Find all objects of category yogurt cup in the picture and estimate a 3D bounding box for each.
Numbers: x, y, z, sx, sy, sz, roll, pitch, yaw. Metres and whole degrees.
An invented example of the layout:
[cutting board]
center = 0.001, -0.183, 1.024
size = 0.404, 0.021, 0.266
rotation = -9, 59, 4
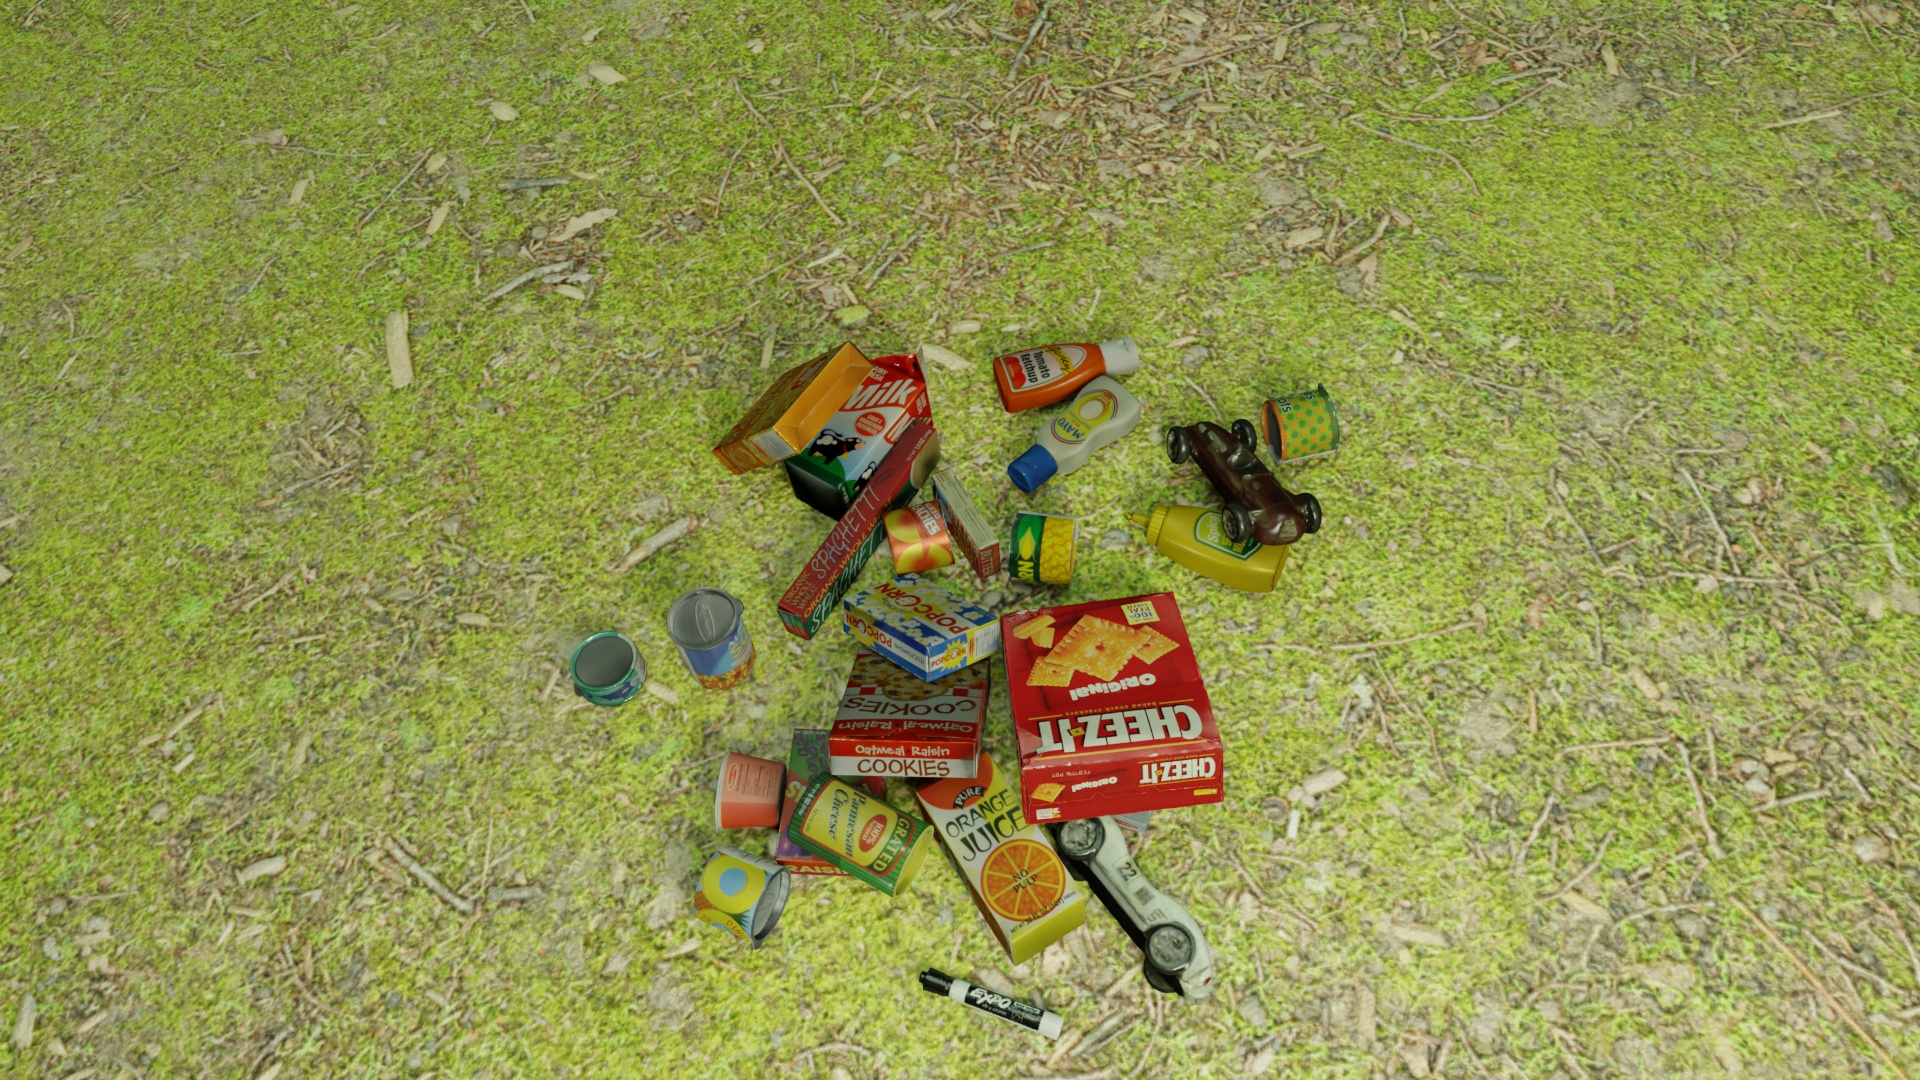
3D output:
[yogurt cup]
center = -0.182, 0.220, 1.214
size = 0.054, 0.072, 0.073
rotation = 5, 58, 0

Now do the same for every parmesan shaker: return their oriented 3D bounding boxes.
[parmesan shaker]
center = -0.084, 0.243, 1.140
size = 0.103, 0.071, 0.071
rotation = 24, 63, 14

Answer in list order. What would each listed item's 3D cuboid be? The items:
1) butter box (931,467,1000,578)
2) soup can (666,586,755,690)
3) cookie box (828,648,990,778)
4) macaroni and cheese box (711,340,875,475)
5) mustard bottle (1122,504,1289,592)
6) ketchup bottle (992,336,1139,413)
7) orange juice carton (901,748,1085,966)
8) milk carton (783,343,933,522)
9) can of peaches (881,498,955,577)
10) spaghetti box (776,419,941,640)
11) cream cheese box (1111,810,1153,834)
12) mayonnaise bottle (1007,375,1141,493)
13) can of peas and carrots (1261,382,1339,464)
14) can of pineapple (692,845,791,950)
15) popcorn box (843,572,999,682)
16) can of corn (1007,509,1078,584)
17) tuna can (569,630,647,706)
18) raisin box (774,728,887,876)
[butter box]
center = 0.005, -0.017, 1.355
size = 0.024, 0.053, 0.104
rotation = -25, 59, -13
[soup can]
center = -0.227, 0.091, 1.289
size = 0.071, 0.083, 0.072
rotation = -2, 57, 4
[cookie box]
center = -0.040, 0.146, 1.208
size = 0.123, 0.040, 0.168
rotation = 0, 22, 5
[macaroni and cheese box]
center = -0.170, -0.129, 1.391
size = 0.040, 0.166, 0.124
rotation = 46, 65, -18
[mustard bottle]
center = 0.229, -0.001, 1.324
size = 0.160, 0.048, 0.065
rotation = 18, 55, 16
[ketchup bottle]
center = 0.112, -0.179, 1.456
size = 0.149, 0.043, 0.065
rotation = -14, 57, -4
[orange juice carton]
center = 0.024, 0.250, 1.167
size = 0.072, 0.072, 0.193
rotation = -29, 59, -13
[milk carton]
center = -0.090, -0.115, 1.417
size = 0.073, 0.072, 0.191
rotation = 28, 64, 22
[can of peaches]
center = -0.041, -0.003, 1.340
size = 0.058, 0.071, 0.071
rotation = -14, 57, -2
[spaghetti box]
center = -0.096, -0.012, 1.364
size = 0.029, 0.050, 0.251
rotation = 24, 63, 21
[cream cheese box]
center = 0.152, 0.199, 1.216
size = 0.053, 0.024, 0.104
rotation = 15, 60, 14
[mayonnaise bottle]
center = 0.113, -0.104, 1.408
size = 0.148, 0.041, 0.065
rotation = -39, 63, -19
[can of peas and carrots]
center = 0.336, -0.115, 1.377
size = 0.059, 0.070, 0.071
rotation = -13, 57, -2
[can of pineapple]
center = -0.183, 0.297, 1.161
size = 0.058, 0.070, 0.071
rotation = 17, 60, 17
[popcorn box]
center = -0.037, 0.077, 1.265
size = 0.085, 0.038, 0.127
rotation = -21, 31, -36
[can of corn]
center = 0.079, 0.009, 1.324
size = 0.058, 0.070, 0.071
rotation = 7, 58, 10
[tuna can]
center = -0.335, 0.121, 1.310
size = 0.071, 0.032, 0.071
rotation = -2, 57, 4
[raisin box]
center = -0.109, 0.228, 1.214
size = 0.086, 0.040, 0.124
rotation = 2, 58, 6
